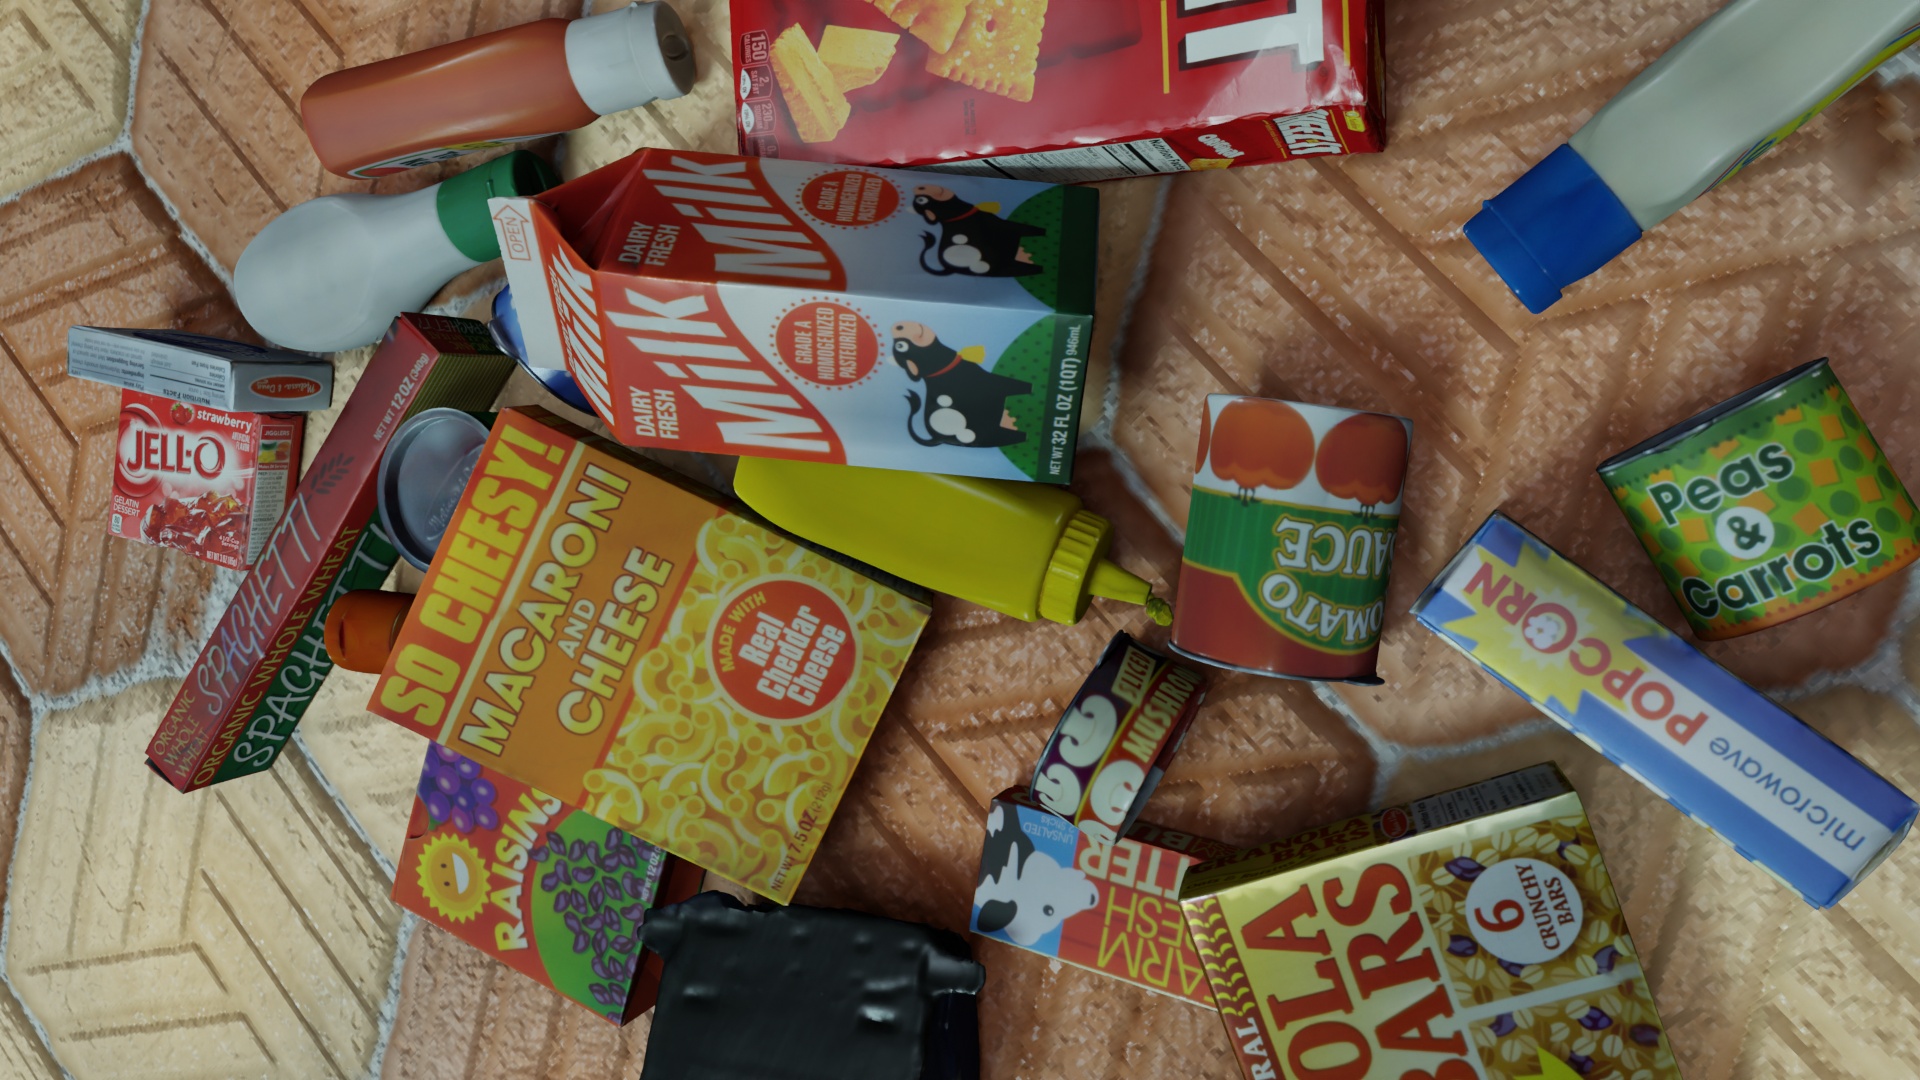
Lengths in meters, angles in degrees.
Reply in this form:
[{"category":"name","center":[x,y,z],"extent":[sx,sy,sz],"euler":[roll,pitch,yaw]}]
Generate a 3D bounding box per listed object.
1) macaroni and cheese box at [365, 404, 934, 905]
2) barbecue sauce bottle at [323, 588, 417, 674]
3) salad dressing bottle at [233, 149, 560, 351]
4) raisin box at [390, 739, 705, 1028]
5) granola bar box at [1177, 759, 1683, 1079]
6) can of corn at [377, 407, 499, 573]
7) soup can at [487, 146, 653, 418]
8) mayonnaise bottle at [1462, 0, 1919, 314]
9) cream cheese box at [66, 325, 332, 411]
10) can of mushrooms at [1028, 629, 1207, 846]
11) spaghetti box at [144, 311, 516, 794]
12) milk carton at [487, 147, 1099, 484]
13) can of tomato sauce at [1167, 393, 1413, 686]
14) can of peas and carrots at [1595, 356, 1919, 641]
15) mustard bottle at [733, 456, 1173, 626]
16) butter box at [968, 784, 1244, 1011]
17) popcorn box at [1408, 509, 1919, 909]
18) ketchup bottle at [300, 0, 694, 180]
[{"category":"macaroni and cheese box","center":[-0.111,0.041,0.510],"extent":[0.166,0.040,0.123],"euler":[26,95,-3]},{"category":"barbecue sauce bottle","center":[-0.195,0.044,0.578],"extent":[0.148,0.044,0.064],"euler":[4,99,22]},{"category":"salad dressing bottle","center":[-0.236,-0.123,0.586],"extent":[0.147,0.044,0.064],"euler":[-14,91,21]},{"category":"raisin box","center":[-0.170,0.132,0.576],"extent":[0.123,0.040,0.086],"euler":[20,101,20]},{"category":"granola bar box","center":[0.155,0.166,0.434],"extent":[0.124,0.039,0.165],"euler":[-20,92,14]},{"category":"can of corn","center":[-0.188,-0.018,0.564],"extent":[0.071,0.058,0.071],"euler":[1,94,22]},{"category":"soup can","center":[-0.127,-0.098,0.528],"extent":[0.083,0.071,0.071],"euler":[-40,79,19]},{"category":"mayonnaise bottle","center":[0.217,-0.125,0.398],"extent":[0.147,0.065,0.041],"euler":[-40,83,23]},{"category":"cream cheese box","center":[-0.343,-0.078,0.625],"extent":[0.104,0.053,0.024],"euler":[12,100,21]},{"category":"can of mushrooms","center":[0.054,0.065,0.467],"extent":[0.033,0.071,0.071],"euler":[30,103,17]},{"category":"spaghetti box","center":[-0.277,0.010,0.605],"extent":[0.029,0.050,0.249],"euler":[41,107,13]},{"category":"milk carton","center":[-0.053,-0.075,0.454],"extent":[0.191,0.074,0.072],"euler":[5,136,2]},{"category":"can of tomato sauce","center":[0.106,-0.002,0.443],"extent":[0.071,0.071,0.083],"euler":[9,96,21]},{"category":"can of peas and carrots","center":[0.226,-0.011,0.393],"extent":[0.071,0.071,0.059],"euler":[-30,83,21]},{"category":"mustard bottle","center":[0.002,-0.006,0.489],"extent":[0.160,0.065,0.048],"euler":[21,101,14]},{"category":"butter box","center":[0.057,0.126,0.493],"extent":[0.103,0.024,0.053],"euler":[12,98,21]},{"category":"popcorn box","center":[0.196,0.042,0.401],"extent":[0.127,0.085,0.038],"euler":[38,105,16]},{"category":"ketchup bottle","center":[-0.181,-0.180,0.553],"extent":[0.149,0.065,0.043],"euler":[-9,111,14]}]
